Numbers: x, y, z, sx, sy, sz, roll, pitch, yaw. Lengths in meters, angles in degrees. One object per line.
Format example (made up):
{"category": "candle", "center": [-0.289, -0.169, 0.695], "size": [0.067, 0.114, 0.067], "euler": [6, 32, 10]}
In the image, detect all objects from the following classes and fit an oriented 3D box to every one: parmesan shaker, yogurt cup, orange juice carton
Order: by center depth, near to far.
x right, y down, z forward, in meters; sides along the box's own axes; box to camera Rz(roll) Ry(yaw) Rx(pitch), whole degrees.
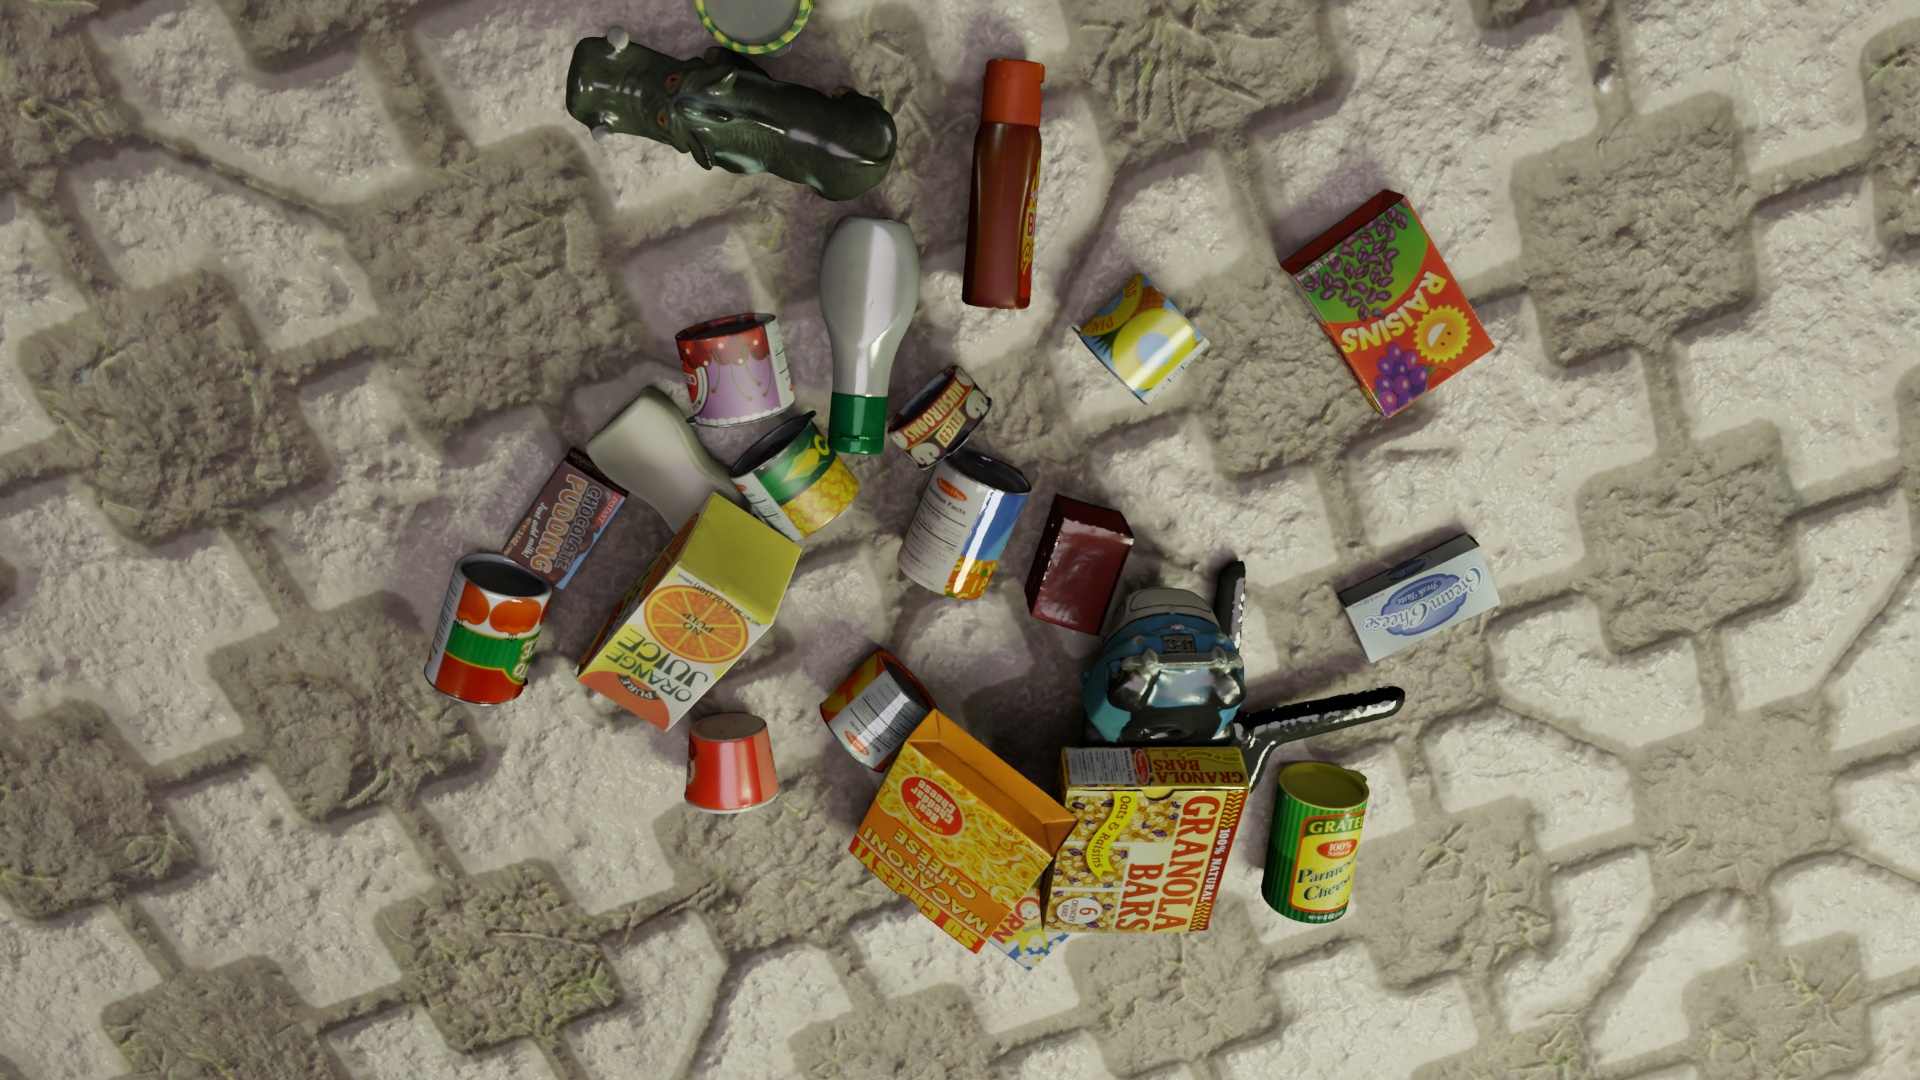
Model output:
{"category": "orange juice carton", "center": [-0.191, 0.060, 0.929], "size": [0.072, 0.073, 0.191], "euler": [34, 130, -16]}
{"category": "yogurt cup", "center": [-0.164, 0.157, 0.993], "size": [0.072, 0.072, 0.053], "euler": [-2, 103, -3]}
{"category": "parmesan shaker", "center": [0.269, 0.227, 1.047], "size": [0.071, 0.071, 0.102], "euler": [1, 111, -4]}

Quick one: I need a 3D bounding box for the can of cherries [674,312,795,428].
{"category": "can of cherries", "center": [-0.147, -0.109, 0.888], "size": [0.071, 0.072, 0.058], "euler": [-10, 111, 0]}

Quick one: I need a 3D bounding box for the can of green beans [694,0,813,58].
{"category": "can of green beans", "center": [-0.120, -0.320, 0.814], "size": [0.071, 0.058, 0.071], "euler": [-1, 111, -3]}

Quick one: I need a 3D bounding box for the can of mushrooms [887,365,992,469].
{"category": "can of mushrooms", "center": [-0.014, -0.080, 0.907], "size": [0.071, 0.071, 0.033], "euler": [-40, 107, 11]}

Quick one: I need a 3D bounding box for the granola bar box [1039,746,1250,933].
{"category": "granola bar box", "center": [0.125, 0.214, 0.976], "size": [0.124, 0.039, 0.164], "euler": [1, 130, -4]}

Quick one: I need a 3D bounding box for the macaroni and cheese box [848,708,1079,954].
{"category": "macaroni and cheese box", "center": [-0.004, 0.207, 0.970], "size": [0.124, 0.040, 0.165], "euler": [37, 138, 10]}

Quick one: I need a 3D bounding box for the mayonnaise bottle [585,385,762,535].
{"category": "mayonnaise bottle", "center": [-0.178, -0.031, 0.931], "size": [0.064, 0.041, 0.148], "euler": [-39, 110, 13]}

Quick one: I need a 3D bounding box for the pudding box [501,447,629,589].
{"category": "pudding box", "center": [-0.265, -0.014, 0.937], "size": [0.049, 0.030, 0.083], "euler": [34, 105, -16]}

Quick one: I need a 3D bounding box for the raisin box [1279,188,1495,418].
{"category": "raisin box", "center": [0.281, -0.155, 0.915], "size": [0.086, 0.040, 0.123], "euler": [-35, 110, 9]}

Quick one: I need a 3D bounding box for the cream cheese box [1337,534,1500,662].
{"category": "cream cheese box", "center": [0.331, 0.042, 1.002], "size": [0.104, 0.024, 0.053], "euler": [-26, 112, 7]}

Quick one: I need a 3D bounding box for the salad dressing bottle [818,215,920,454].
{"category": "salad dressing bottle", "center": [-0.061, -0.130, 0.885], "size": [0.064, 0.044, 0.147], "euler": [7, 100, 7]}

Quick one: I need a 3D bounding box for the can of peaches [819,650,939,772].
{"category": "can of peaches", "center": [-0.057, 0.119, 0.983], "size": [0.058, 0.071, 0.071], "euler": [-44, 108, 7]}

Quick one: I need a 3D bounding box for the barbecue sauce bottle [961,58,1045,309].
{"category": "barbecue sauce bottle", "center": [0.028, -0.220, 0.863], "size": [0.044, 0.065, 0.148], "euler": [5, 102, 3]}

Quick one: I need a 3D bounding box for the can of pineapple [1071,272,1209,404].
{"category": "can of pineapple", "center": [0.117, -0.132, 0.898], "size": [0.071, 0.071, 0.057], "euler": [42, 103, -17]}

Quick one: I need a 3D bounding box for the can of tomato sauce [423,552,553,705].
{"category": "can of tomato sauce", "center": [-0.318, 0.060, 0.943], "size": [0.071, 0.071, 0.082], "euler": [19, 108, -11]}

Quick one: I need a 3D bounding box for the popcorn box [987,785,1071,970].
{"category": "popcorn box", "center": [0.064, 0.258, 1.059], "size": [0.085, 0.038, 0.126], "euler": [41, 103, -16]}

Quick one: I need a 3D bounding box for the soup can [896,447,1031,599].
{"category": "soup can", "center": [0.003, -0.012, 0.938], "size": [0.071, 0.071, 0.083], "euler": [20, 110, -11]}

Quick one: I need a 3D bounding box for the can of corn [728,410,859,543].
{"category": "can of corn", "center": [-0.107, -0.042, 0.918], "size": [0.071, 0.071, 0.058], "euler": [-33, 110, 9]}
